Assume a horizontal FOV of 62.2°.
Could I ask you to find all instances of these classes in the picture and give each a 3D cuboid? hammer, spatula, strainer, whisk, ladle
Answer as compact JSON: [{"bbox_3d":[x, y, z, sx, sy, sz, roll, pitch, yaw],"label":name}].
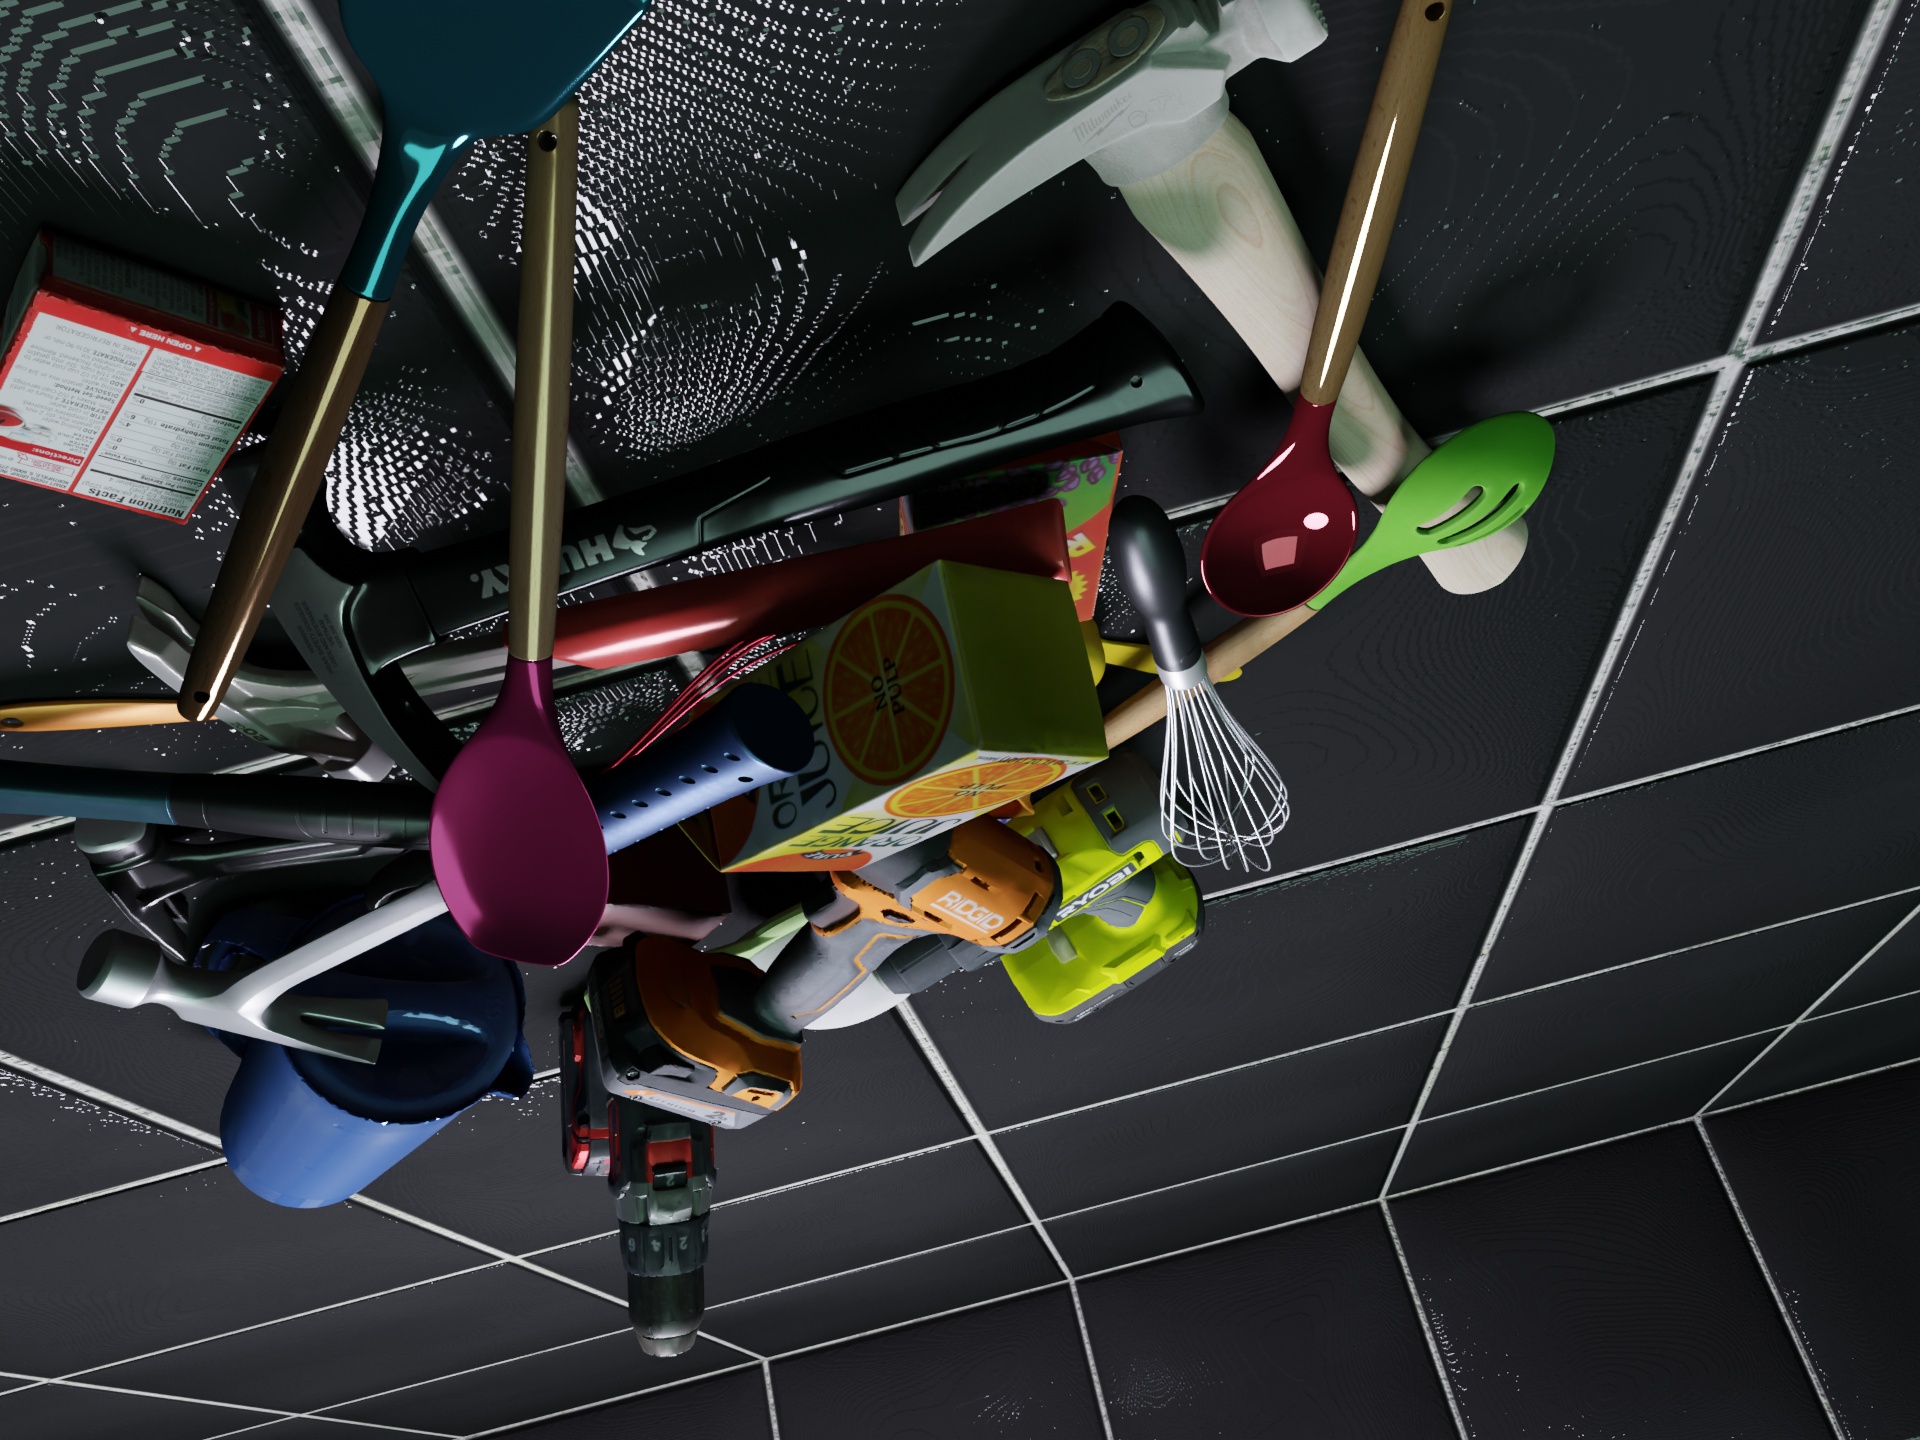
[{"bbox_3d":[-0.215,0.075,0.682,0.405,0.035,0.144,-24,142,33],"label":"hammer"},{"bbox_3d":[-0.194,-0.108,0.487,0.082,0.044,0.317,21,123,-25],"label":"spatula"},{"bbox_3d":[-0.102,0.155,0.945,0.256,0.069,0.151,-11,160,-45],"label":"strainer"},{"bbox_3d":[-0.319,0.034,0.678,0.331,0.033,0.128,5,150,-10],"label":"hammer"},{"bbox_3d":[-0.135,-0.042,0.637,0.359,0.037,0.149,-10,153,11],"label":"hammer"},{"bbox_3d":[-0.250,0.057,0.811,0.337,0.034,0.127,-8,150,-11],"label":"hammer"},{"bbox_3d":[-0.157,0.028,0.746,0.296,0.073,0.073,-25,150,11],"label":"whisk"},{"bbox_3d":[-0.079,-0.073,0.565,0.335,0.035,0.146,-16,114,6],"label":"hammer"},{"bbox_3d":[0.133,-0.135,0.573,0.069,0.031,0.315,-10,151,-5],"label":"ladle"},{"bbox_3d":[0.110,-0.010,0.747,0.070,0.070,0.284,-18,142,7],"label":"whisk"},{"bbox_3d":[0.141,-0.134,0.646,0.146,0.038,0.410,-26,150,24],"label":"hammer"}]

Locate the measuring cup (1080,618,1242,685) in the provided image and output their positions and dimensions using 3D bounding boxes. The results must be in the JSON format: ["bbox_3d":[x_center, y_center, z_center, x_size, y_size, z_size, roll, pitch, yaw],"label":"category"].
[{"bbox_3d":[0.087,-0.023,0.822,0.156,0.029,0.062,6,145,-30],"label":"measuring cup"}]

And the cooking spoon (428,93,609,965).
[{"bbox_3d":[-0.144,-0.046,0.539,0.069,0.017,0.318,12,118,2],"label":"cooking spoon"}]

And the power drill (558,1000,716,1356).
[{"bbox_3d":[-0.197,0.268,0.987,0.080,0.188,0.227,-2,180,-20],"label":"power drill"}]

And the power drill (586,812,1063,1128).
[{"bbox_3d":[-0.079,0.108,0.796,0.226,0.084,0.164,-36,139,17],"label":"power drill"}]

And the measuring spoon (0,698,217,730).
[{"bbox_3d":[-0.357,0.000,0.683,0.117,0.011,0.021,-2,149,-22],"label":"measuring spoon"}]

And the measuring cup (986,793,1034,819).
[{"bbox_3d":[-0.001,-0.002,0.756,0.095,0.052,0.173,15,161,3],"label":"measuring cup"}]

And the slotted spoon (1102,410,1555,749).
[{"bbox_3d":[0.150,-0.046,0.757,0.070,0.031,0.313,10,149,-35],"label":"slotted spoon"}]

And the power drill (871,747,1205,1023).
[{"bbox_3d":[0.055,0.115,0.952,0.190,0.080,0.228,-34,155,3],"label":"power drill"}]
